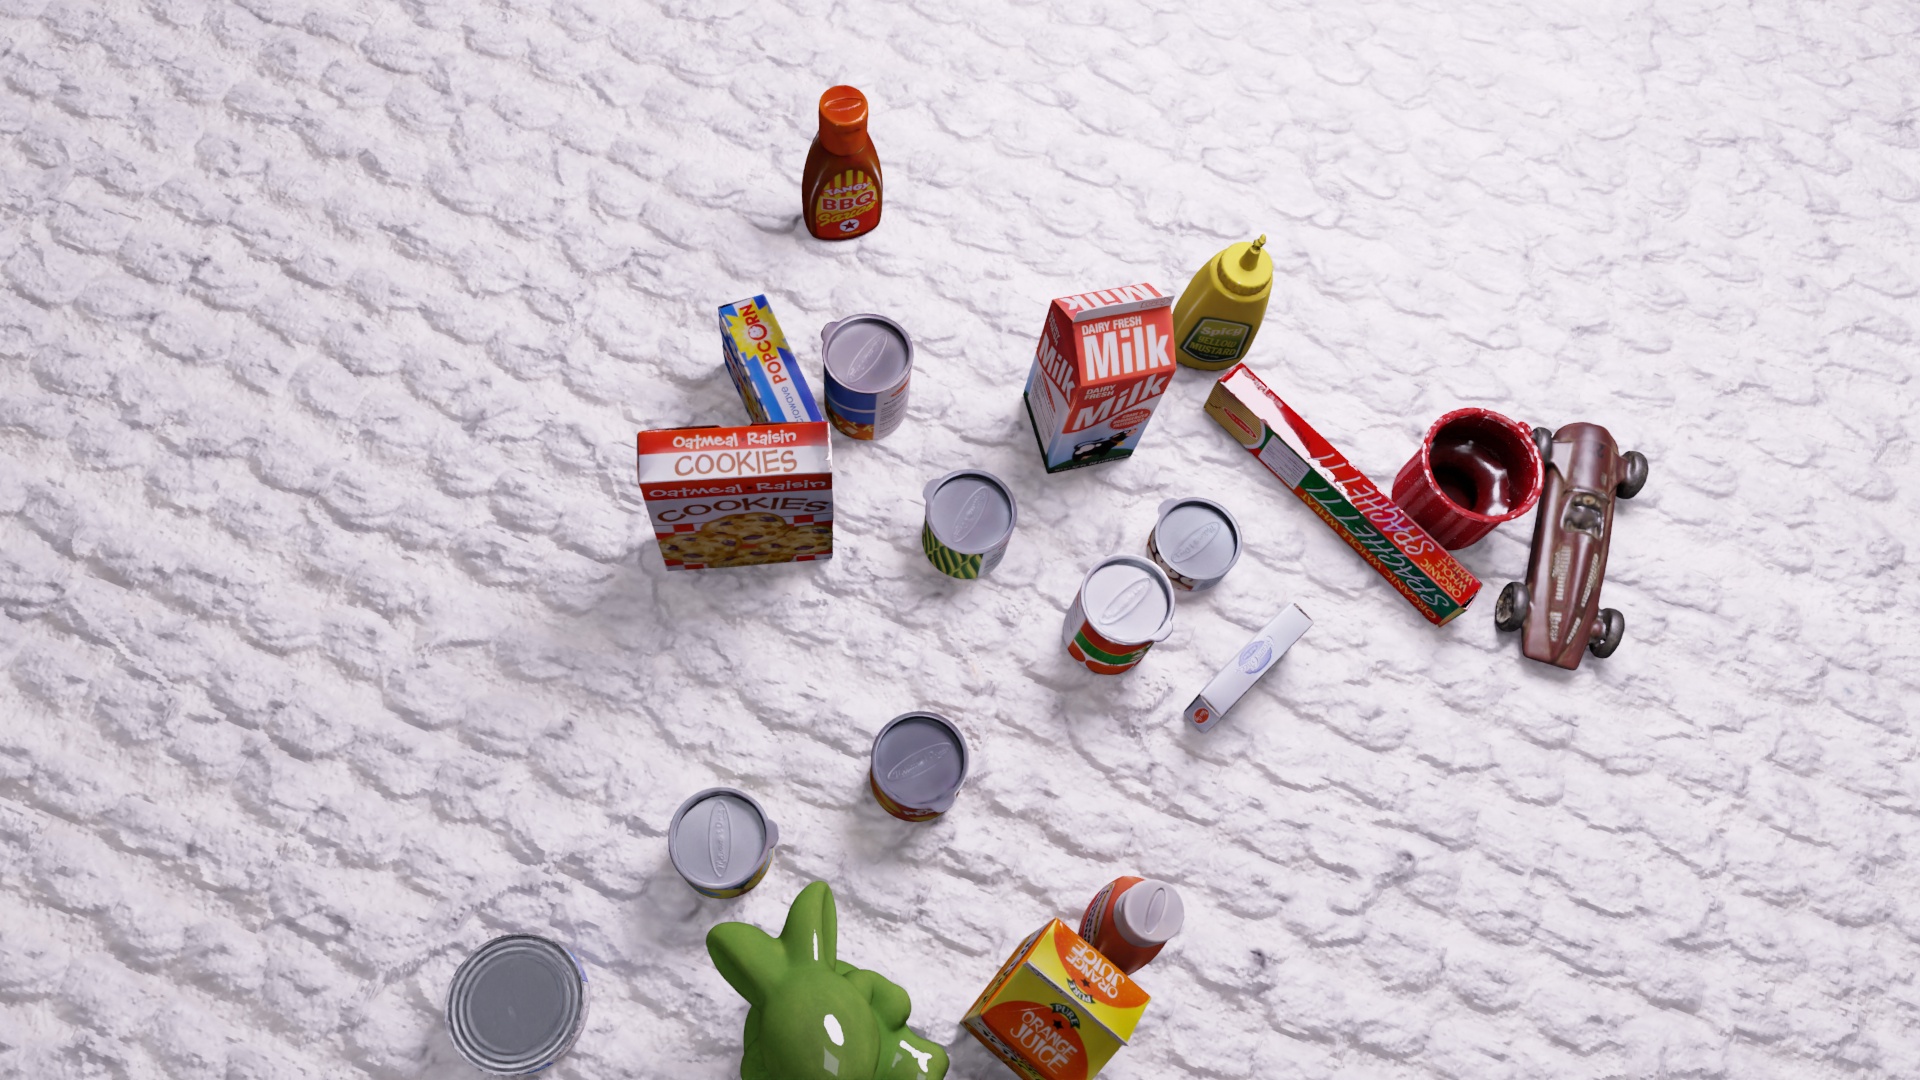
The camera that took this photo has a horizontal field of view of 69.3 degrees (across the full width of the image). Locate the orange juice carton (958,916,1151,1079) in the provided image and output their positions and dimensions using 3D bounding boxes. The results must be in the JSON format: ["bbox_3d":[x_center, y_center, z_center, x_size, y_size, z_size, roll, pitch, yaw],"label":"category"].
[{"bbox_3d":[0.056,0.283,0.837,0.072,0.192,0.073,39,71,9],"label":"orange juice carton"}]

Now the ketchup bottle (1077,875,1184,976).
[{"bbox_3d":[0.109,0.243,0.881,0.043,0.148,0.065,21,69,3],"label":"ketchup bottle"}]

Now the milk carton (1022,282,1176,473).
[{"bbox_3d":[0.100,-0.123,1.000,0.072,0.189,0.073,-12,71,-10],"label":"milk carton"}]

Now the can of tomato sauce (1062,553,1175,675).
[{"bbox_3d":[0.113,0.055,0.990,0.071,0.082,0.071,2,69,-5],"label":"can of tomato sauce"}]

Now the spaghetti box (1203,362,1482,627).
[{"bbox_3d":[0.289,-0.035,1.059,0.029,0.050,0.250,-41,78,-18],"label":"spaghetti box"}]

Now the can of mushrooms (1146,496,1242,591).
[{"bbox_3d":[0.174,0.002,1.043,0.071,0.033,0.071,2,69,-5],"label":"can of mushrooms"}]

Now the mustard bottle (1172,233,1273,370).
[{"bbox_3d":[0.202,-0.183,1.050,0.065,0.159,0.049,8,69,-2],"label":"mustard bottle"}]

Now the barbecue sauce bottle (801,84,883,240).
[{"bbox_3d":[-0.091,-0.289,1.070,0.065,0.148,0.044,-13,71,-10],"label":"barbecue sauce bottle"}]

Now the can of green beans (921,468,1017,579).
[{"bbox_3d":[0.005,-0.011,1.019,0.071,0.057,0.071,2,69,-5],"label":"can of green beans"}]

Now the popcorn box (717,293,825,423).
[{"bbox_3d":[-0.137,-0.107,1.028,0.038,0.085,0.127,-22,73,-13],"label":"popcorn box"}]

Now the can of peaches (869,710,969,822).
[{"bbox_3d":[-0.028,0.158,0.950,0.071,0.058,0.071,2,69,-5],"label":"can of peaches"}]

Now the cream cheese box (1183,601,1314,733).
[{"bbox_3d":[0.206,0.092,1.001,0.104,0.053,0.024,-41,78,-18],"label":"cream cheese box"}]

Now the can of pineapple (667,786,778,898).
[{"bbox_3d":[-0.156,0.202,0.921,0.071,0.057,0.071,2,69,-5],"label":"can of pineapple"}]

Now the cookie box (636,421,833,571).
[{"bbox_3d":[-0.150,-0.029,0.952,0.123,0.166,0.040,-4,70,-7],"label":"cookie box"}]

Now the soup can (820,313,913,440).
[{"bbox_3d":[-0.072,-0.123,1.041,0.071,0.083,0.071,2,69,-5],"label":"soup can"}]
